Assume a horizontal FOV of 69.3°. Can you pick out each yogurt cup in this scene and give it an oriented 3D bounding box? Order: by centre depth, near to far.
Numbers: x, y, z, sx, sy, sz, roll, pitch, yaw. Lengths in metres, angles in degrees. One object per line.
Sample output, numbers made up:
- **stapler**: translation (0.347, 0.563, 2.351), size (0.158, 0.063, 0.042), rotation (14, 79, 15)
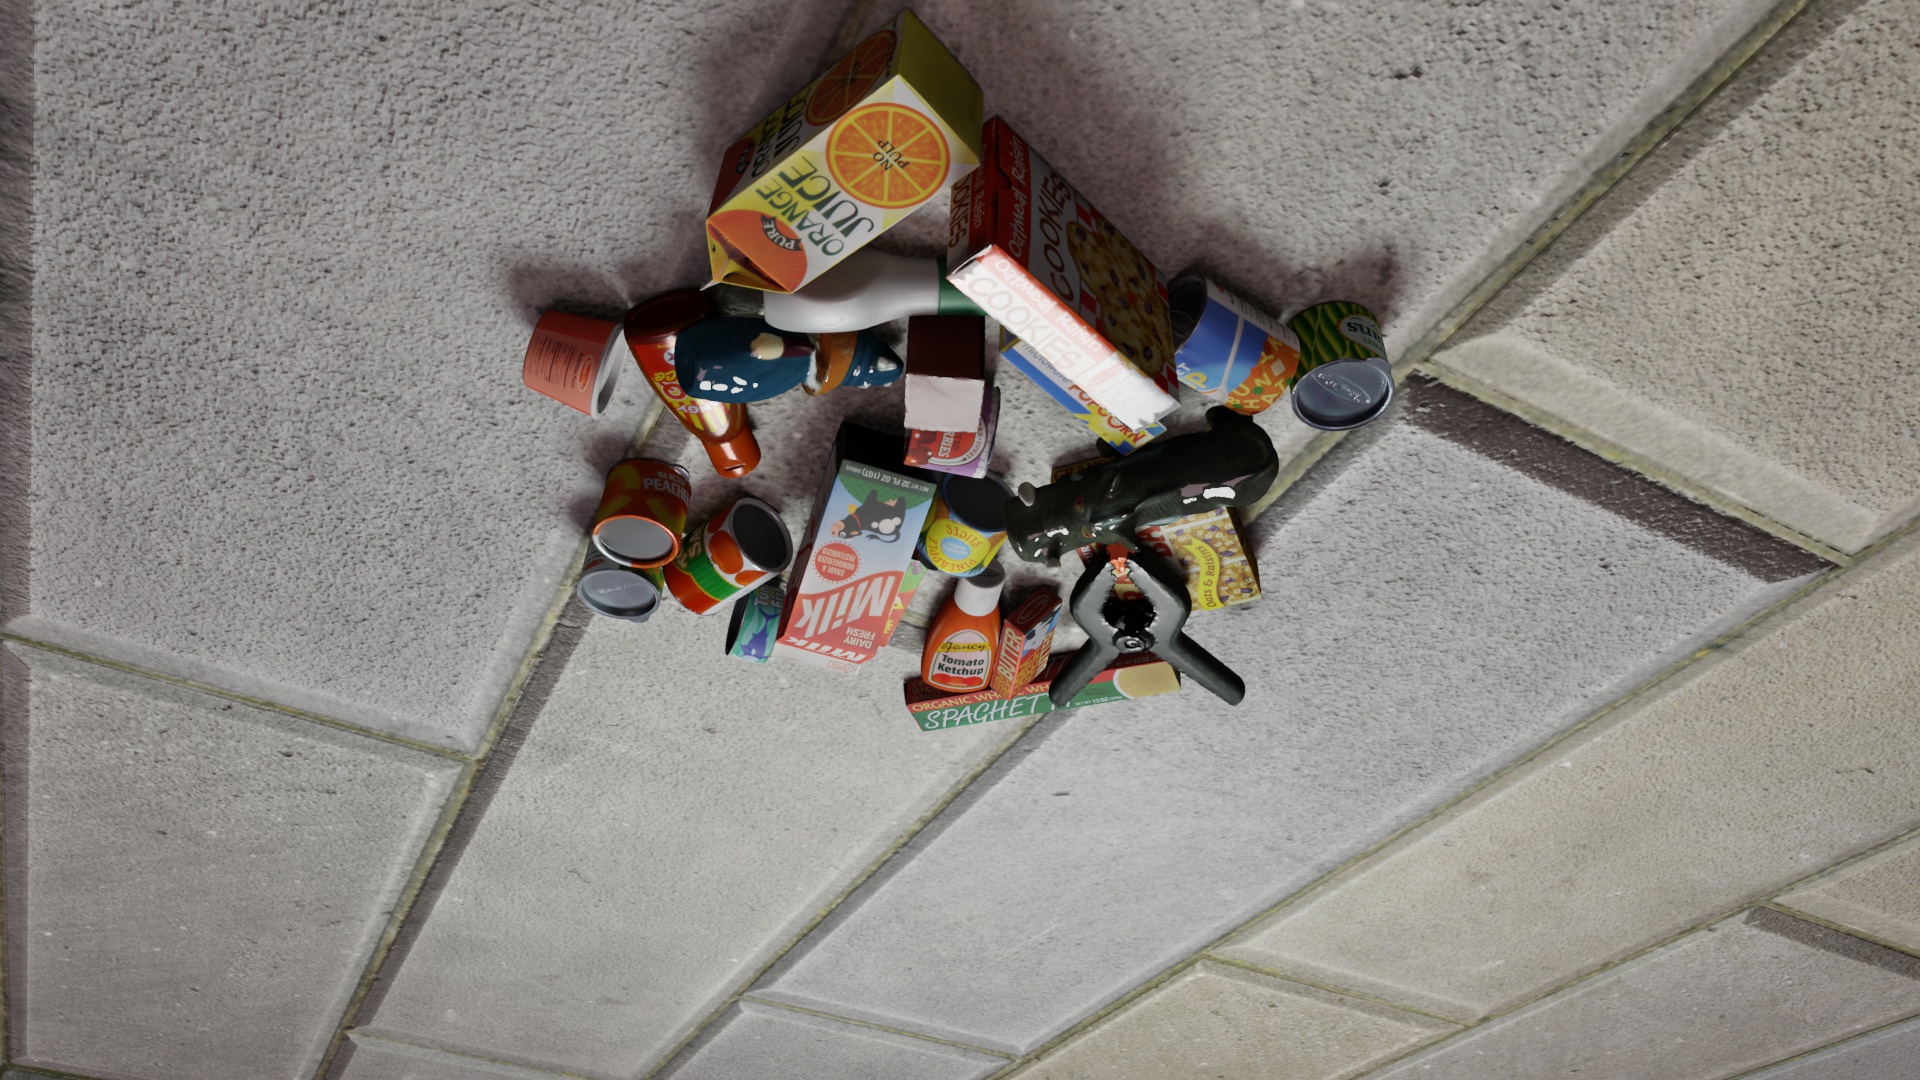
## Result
- **yogurt cup**: translation (-0.261, -0.122, 0.941), size (0.054, 0.073, 0.072), rotation (18, 138, -5)

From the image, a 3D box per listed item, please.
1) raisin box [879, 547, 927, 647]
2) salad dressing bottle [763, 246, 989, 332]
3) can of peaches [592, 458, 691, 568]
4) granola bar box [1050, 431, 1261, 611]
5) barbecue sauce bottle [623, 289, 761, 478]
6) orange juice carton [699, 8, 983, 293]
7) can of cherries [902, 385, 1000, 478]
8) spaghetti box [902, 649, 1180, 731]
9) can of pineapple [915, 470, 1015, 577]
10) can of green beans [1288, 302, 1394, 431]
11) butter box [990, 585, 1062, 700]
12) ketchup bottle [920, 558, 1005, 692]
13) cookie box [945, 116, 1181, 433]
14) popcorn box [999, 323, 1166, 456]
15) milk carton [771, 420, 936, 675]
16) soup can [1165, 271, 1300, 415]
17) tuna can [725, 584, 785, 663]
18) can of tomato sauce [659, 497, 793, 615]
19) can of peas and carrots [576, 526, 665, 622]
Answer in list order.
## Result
- **raisin box**: translation (-0.082, 0.030, 1.133), size (0.086, 0.040, 0.122), rotation (14, 138, -14)
- **salad dressing bottle**: translation (-0.051, -0.162, 0.888), size (0.148, 0.064, 0.043), rotation (-1, 138, -7)
- **can of peaches**: translation (-0.242, -0.021, 1.064), size (0.071, 0.058, 0.071), rotation (2, 140, 2)
- **granola bar box**: translation (0.154, -0.003, 1.080), size (0.124, 0.039, 0.165), rotation (-13, 137, 18)
- **barbecue sauce bottle**: translation (-0.179, -0.105, 0.971), size (0.065, 0.044, 0.147), rotation (-13, 139, 5)
- **orange juice carton**: translation (-0.082, -0.214, 0.814), size (0.192, 0.072, 0.073), rotation (-27, 131, 30)
- **can of cherries**: translation (-0.007, -0.080, 0.972), size (0.058, 0.072, 0.071), rotation (10, 139, -7)
- **spaghetti box**: translation (0.072, 0.131, 1.253), size (0.250, 0.029, 0.050), rotation (-11, 137, 16)
- **can of pineapple**: translation (0.004, -0.013, 1.052), size (0.071, 0.071, 0.057), rotation (16, 137, -16)
- **can of green beans**: translation (0.251, -0.116, 0.925), size (0.071, 0.058, 0.071), rotation (2, 140, 1)
- **butter box**: translation (0.056, 0.089, 1.184), size (0.024, 0.053, 0.103), rotation (37, 145, 21)
- **ketchup bottle**: translation (0.007, 0.071, 1.173), size (0.065, 0.044, 0.148), rotation (7, 139, -7)
- **cookie box**: translation (0.064, -0.158, 0.833), size (0.040, 0.123, 0.167), rotation (-31, 129, 32)
- **popcorn box**: translation (0.080, -0.125, 0.902), size (0.038, 0.085, 0.126), rotation (-32, 129, 32)
- **milk carton**: translation (-0.082, 0.016, 1.035), size (0.072, 0.074, 0.189), rotation (16, 114, -13)
- **soup can**: translation (0.168, -0.125, 0.910), size (0.084, 0.072, 0.071), rotation (25, 135, -25)
- **tuna can**: translation (-0.171, 0.066, 1.160), size (0.033, 0.071, 0.070), rotation (16, 138, -17)
- **can of tomato sauce**: translation (-0.185, 0.012, 1.095), size (0.083, 0.071, 0.071), rotation (-30, 130, 32)
- **can of peas and carrots**: translation (-0.268, 0.023, 1.118), size (0.071, 0.059, 0.070), rotation (1, 141, 1)
